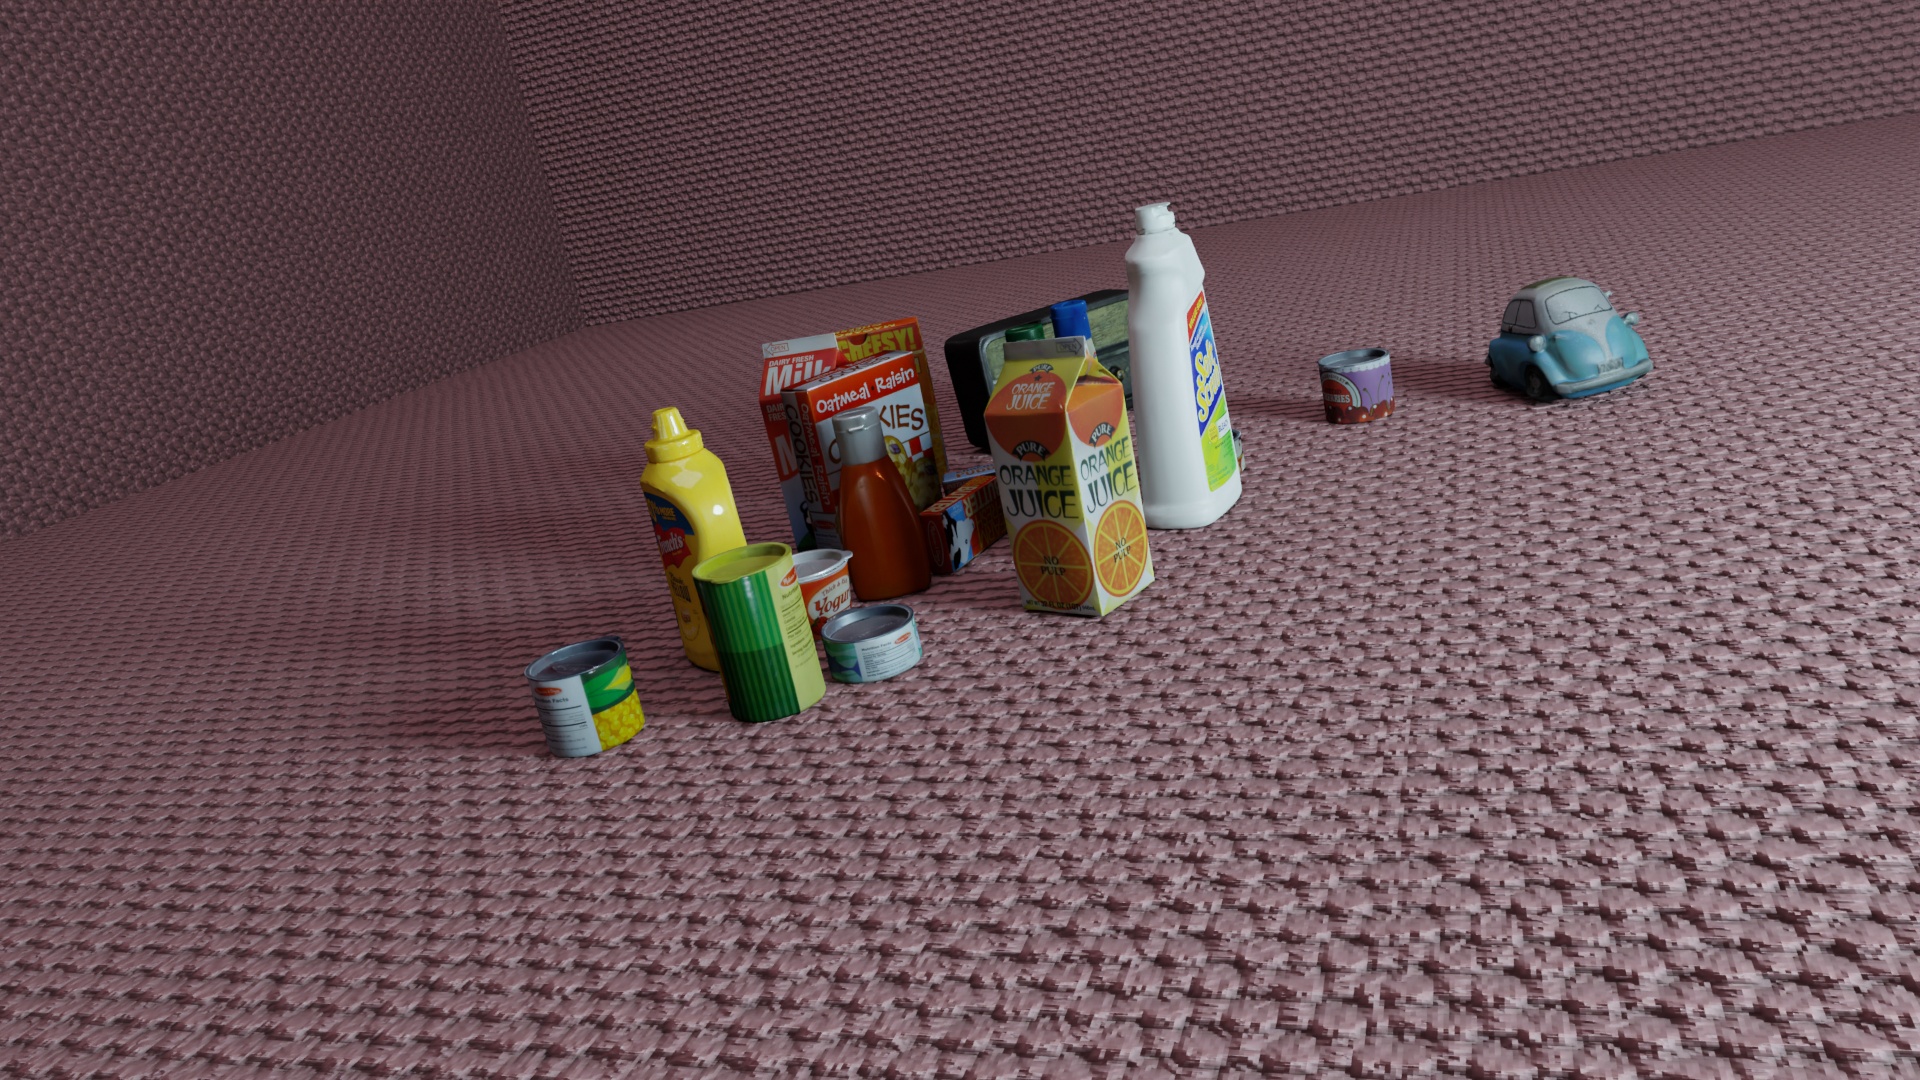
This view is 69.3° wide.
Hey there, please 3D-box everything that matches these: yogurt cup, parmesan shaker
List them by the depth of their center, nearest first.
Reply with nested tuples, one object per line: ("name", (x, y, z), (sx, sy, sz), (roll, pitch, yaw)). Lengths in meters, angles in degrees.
("parmesan shaker", (-0.133, 0.062, 0.917), (0.071, 0.102, 0.071), (-11, 17, 3))
("yogurt cup", (-0.113, 0.042, 1.048), (0.072, 0.053, 0.072), (-11, 17, 3))

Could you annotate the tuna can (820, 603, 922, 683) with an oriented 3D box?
("tuna can", (-0.063, 0.070, 0.961), (0.071, 0.032, 0.071), (-11, 17, 3))

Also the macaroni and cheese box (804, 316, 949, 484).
("macaroni and cheese box", (-0.086, -0.129, 1.385), (0.124, 0.166, 0.040), (-11, 17, 2))

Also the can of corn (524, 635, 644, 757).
("can of corn", (-0.250, 0.104, 0.933), (0.071, 0.058, 0.071), (-11, 17, 3))

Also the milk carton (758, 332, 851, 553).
("milk carton", (-0.123, -0.087, 1.236), (0.072, 0.190, 0.074), (-7, 17, 16))

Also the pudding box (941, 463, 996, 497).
("pudding box", (0.029, -0.042, 1.232), (0.084, 0.049, 0.030), (-11, 17, 2))

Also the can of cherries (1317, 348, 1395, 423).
("can of cherries", (0.375, -0.147, 1.322), (0.071, 0.058, 0.072), (-11, 17, 3))

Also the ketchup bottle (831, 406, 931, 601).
("ketchup bottle", (-0.067, -0.029, 1.084), (0.065, 0.148, 0.044), (-11, 17, 1))

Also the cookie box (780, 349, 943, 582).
("cookie box", (-0.079, -0.065, 1.176), (0.040, 0.167, 0.123), (5, 23, 44))

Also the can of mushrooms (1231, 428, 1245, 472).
("can of mushrooms", (0.220, -0.075, 1.239), (0.071, 0.033, 0.071), (-11, 17, 3))

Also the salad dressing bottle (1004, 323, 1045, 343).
("salad dressing bottle", (0.073, -0.130, 1.317), (0.064, 0.147, 0.044), (-7, 17, 16))

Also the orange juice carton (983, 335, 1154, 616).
("orange juice carton", (0.075, -0.049, 0.980), (0.072, 0.192, 0.073), (3, 22, 40))

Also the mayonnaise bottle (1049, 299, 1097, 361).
("mayonnaise bottle", (0.121, -0.166, 1.400), (0.041, 0.147, 0.065), (-7, 17, 15))

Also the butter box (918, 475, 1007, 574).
("butter box", (0.004, -0.014, 1.154), (0.024, 0.053, 0.104), (-1, 20, 31))
